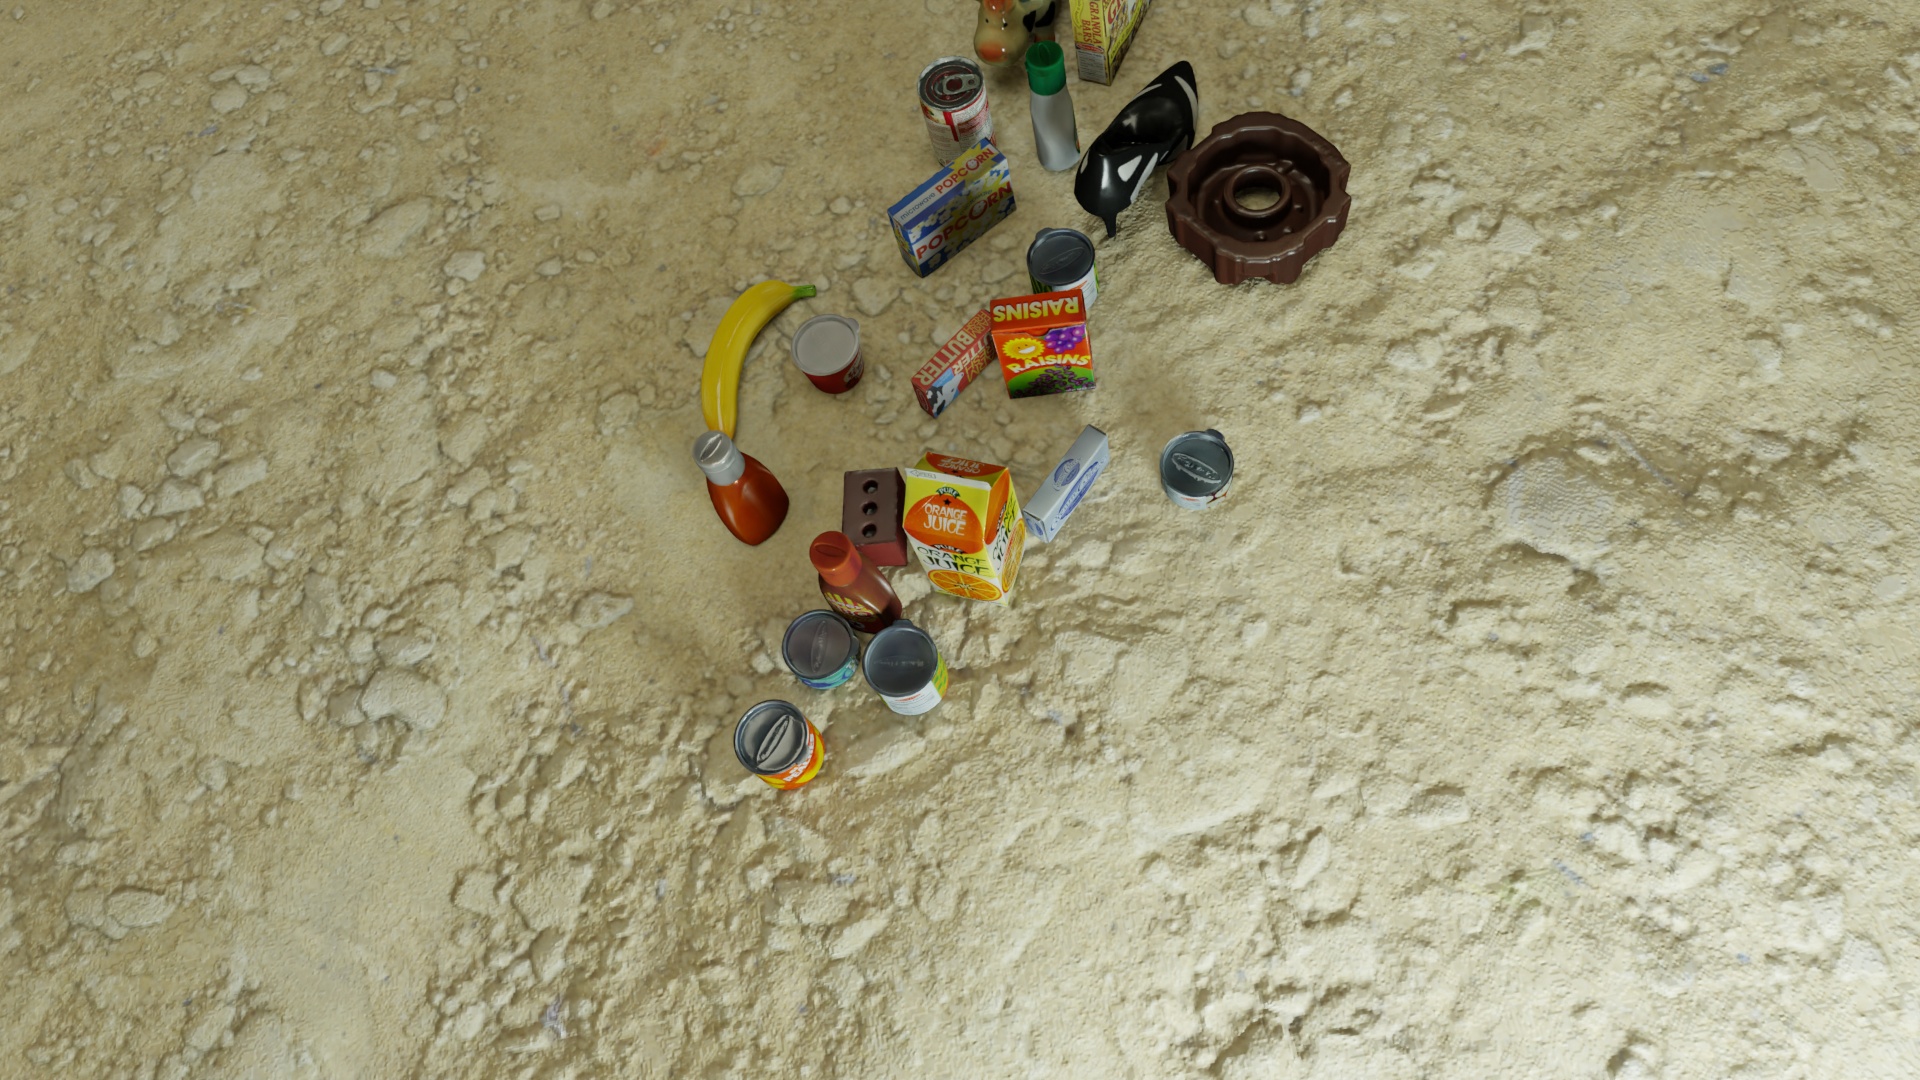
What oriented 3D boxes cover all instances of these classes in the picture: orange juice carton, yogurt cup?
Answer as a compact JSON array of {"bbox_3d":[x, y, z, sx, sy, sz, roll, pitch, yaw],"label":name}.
[{"bbox_3d":[0.004,-0.015,1.182,0.072,0.192,0.073,12,70,15],"label":"orange juice carton"},{"bbox_3d":[-0.126,-0.179,1.354,0.072,0.053,0.072,-4,66,8],"label":"yogurt cup"}]

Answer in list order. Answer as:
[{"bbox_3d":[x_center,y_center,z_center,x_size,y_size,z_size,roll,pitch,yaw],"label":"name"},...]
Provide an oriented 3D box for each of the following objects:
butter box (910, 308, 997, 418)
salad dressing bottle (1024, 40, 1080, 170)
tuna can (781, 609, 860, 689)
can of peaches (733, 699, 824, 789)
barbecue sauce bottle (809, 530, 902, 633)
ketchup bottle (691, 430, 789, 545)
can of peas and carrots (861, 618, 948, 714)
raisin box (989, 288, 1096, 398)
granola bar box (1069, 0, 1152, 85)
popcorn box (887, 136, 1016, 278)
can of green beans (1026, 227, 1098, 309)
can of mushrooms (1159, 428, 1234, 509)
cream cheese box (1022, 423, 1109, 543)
[{"bbox_3d":[-0.002,-0.170,1.329,0.024,0.053,0.104,39,78,22],"label":"butter box"},{"bbox_3d":[0.090,-0.429,1.375,0.044,0.147,0.064,-15,65,4],"label":"salad dressing bottle"},{"bbox_3d":[-0.121,0.098,1.243,0.071,0.032,0.071,-4,66,8],"label":"tuna can"},{"bbox_3d":[-0.154,0.178,1.199,0.071,0.058,0.071,-4,66,8],"label":"can of peaches"},{"bbox_3d":[-0.095,0.036,1.202,0.065,0.148,0.044,16,71,16],"label":"barbecue sauce bottle"},{"bbox_3d":[-0.201,-0.050,1.258,0.043,0.148,0.065,29,75,20],"label":"ketchup bottle"},{"bbox_3d":[-0.047,0.111,1.210,0.071,0.058,0.071,-4,66,8],"label":"can of peas and carrots"},{"bbox_3d":[0.077,-0.179,1.280,0.086,0.123,0.040,-5,66,8],"label":"raisin box"},{"bbox_3d":[0.166,-0.578,1.440,0.039,0.123,0.166,19,71,17],"label":"granola bar box"},{"bbox_3d":[-0.008,-0.330,1.382,0.127,0.085,0.038,-38,66,-8],"label":"popcorn box"},{"bbox_3d":[0.100,-0.259,1.348,0.071,0.057,0.071,-4,66,8],"label":"can of green beans"},{"bbox_3d":[0.215,-0.065,1.255,0.071,0.033,0.071,-4,66,8],"label":"can of mushrooms"},{"bbox_3d":[0.097,-0.051,1.259,0.024,0.053,0.104,33,76,21],"label":"cream cheese box"}]
